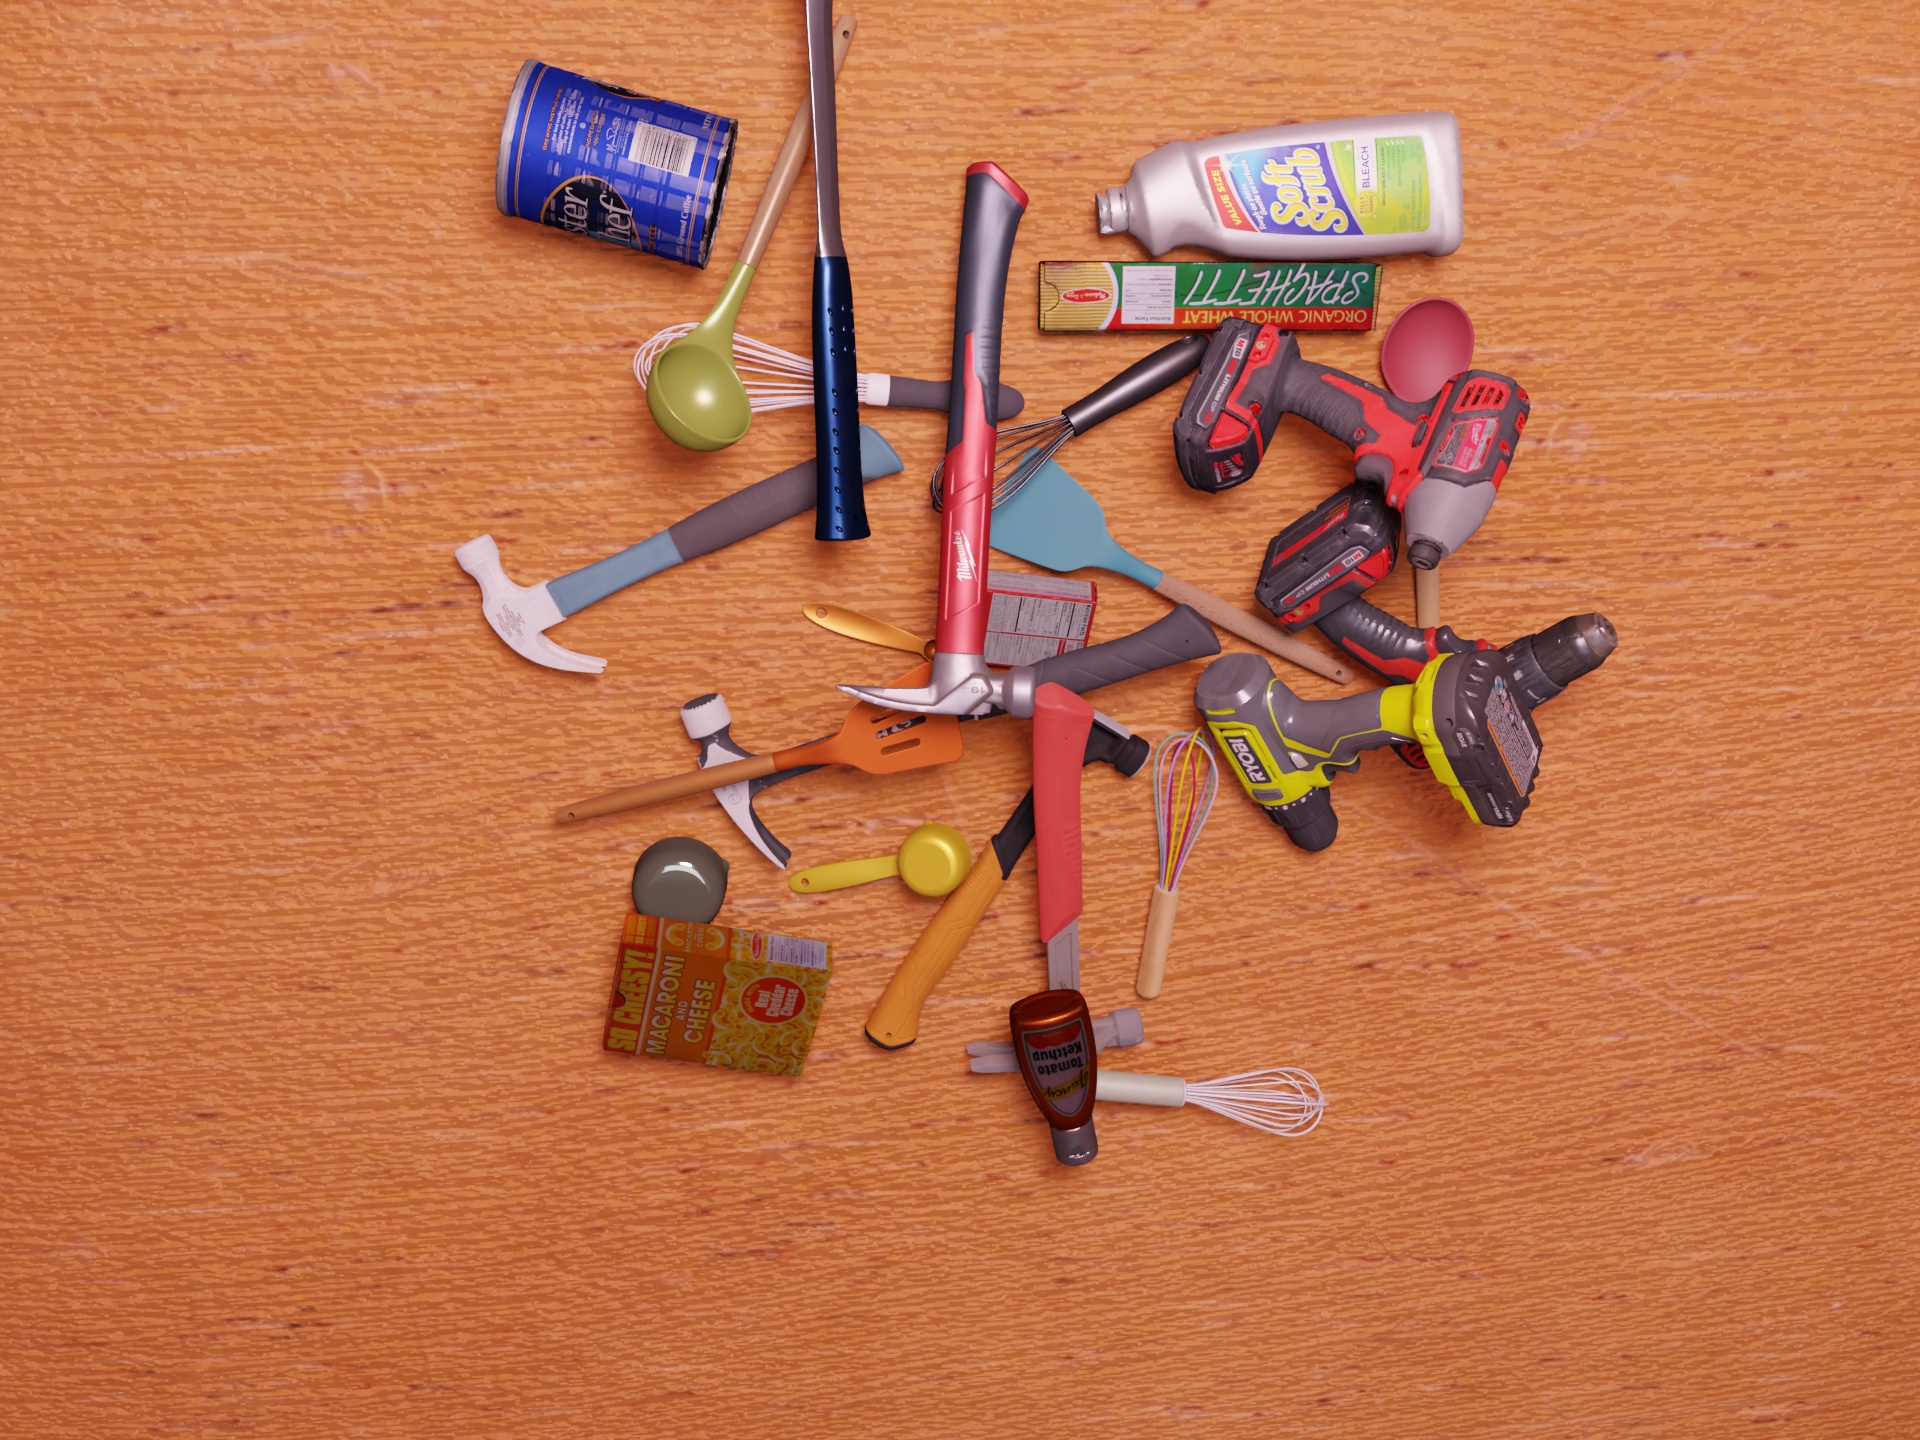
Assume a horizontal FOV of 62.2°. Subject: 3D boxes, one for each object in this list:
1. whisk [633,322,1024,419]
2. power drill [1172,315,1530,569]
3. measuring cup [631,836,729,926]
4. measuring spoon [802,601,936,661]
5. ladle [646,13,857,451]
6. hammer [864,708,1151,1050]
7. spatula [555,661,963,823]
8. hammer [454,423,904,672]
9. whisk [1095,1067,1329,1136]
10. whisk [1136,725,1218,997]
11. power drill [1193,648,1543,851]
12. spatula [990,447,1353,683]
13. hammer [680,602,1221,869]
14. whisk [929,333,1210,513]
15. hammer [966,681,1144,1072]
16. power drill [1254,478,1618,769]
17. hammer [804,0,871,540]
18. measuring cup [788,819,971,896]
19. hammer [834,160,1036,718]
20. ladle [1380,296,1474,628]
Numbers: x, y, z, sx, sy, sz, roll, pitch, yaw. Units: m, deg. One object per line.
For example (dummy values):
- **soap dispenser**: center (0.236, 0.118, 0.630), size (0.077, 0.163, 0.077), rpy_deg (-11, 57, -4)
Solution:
- **whisk**: center (-0.092, -0.243, 1.153), size (0.284, 0.070, 0.070), rpy_deg (4, 108, -11)
- **power drill**: center (0.268, -0.192, 1.110), size (0.220, 0.078, 0.143), rpy_deg (20, 76, 21)
- **measuring cup**: center (-0.213, 0.175, 1.287), size (0.083, 0.038, 0.167), rpy_deg (-17, 108, 2)
- **measuring spoon**: center (-0.066, -0.071, 1.234), size (0.117, 0.011, 0.021), rpy_deg (18, 106, -6)
- **ladle**: center (-0.130, -0.333, 1.078), size (0.078, 0.062, 0.320), rpy_deg (24, 87, -35)
- **hammer**: center (0.012, 0.127, 1.290), size (0.127, 0.034, 0.337), rpy_deg (29, 104, -13)
- **spatula**: center (-0.159, 0.034, 1.210), size (0.322, 0.041, 0.081), rpy_deg (-14, 107, 13)
- **hammer**: center (-0.200, -0.138, 1.188), size (0.331, 0.033, 0.128), rpy_deg (-24, 107, 4)
- **whisk**: center (0.195, 0.316, 1.351), size (0.246, 0.059, 0.058), rpy_deg (7, 81, -8)
- **whisk**: center (0.170, 0.118, 1.295), size (0.051, 0.047, 0.245), rpy_deg (5, 111, -7)
- **power drill**: center (0.309, 0.028, 1.199), size (0.228, 0.080, 0.190), rpy_deg (-4, 133, 41)
- **spatula**: center (0.172, -0.102, 1.233), size (0.317, 0.044, 0.082), rpy_deg (25, 103, -16)
- **hammer**: center (-0.002, -0.004, 1.213), size (0.409, 0.036, 0.149), rpy_deg (-17, 106, 10)
- **whisk**: center (0.081, -0.220, 1.175), size (0.239, 0.055, 0.055), rpy_deg (-30, 108, -1)
- **hammer**: center (0.069, 0.133, 1.251), size (0.149, 0.037, 0.358), rpy_deg (-8, 123, -5)
- **power drill**: center (0.353, -0.077, 1.190), size (0.226, 0.080, 0.188), rpy_deg (43, 130, -15)
- **hammer**: center (-0.093, -0.324, 1.072), size (0.144, 0.035, 0.405), rpy_deg (-17, 111, -46)
- **measuring cup**: center (-0.068, 0.121, 1.266), size (0.156, 0.029, 0.062), rpy_deg (-12, 98, 15)
- **hammer**: center (-0.008, -0.198, 1.128), size (0.143, 0.038, 0.386), rpy_deg (3, 92, 2)
- **ladle**: center (0.360, -0.166, 1.223), size (0.069, 0.031, 0.315), rpy_deg (-6, 110, 3)
